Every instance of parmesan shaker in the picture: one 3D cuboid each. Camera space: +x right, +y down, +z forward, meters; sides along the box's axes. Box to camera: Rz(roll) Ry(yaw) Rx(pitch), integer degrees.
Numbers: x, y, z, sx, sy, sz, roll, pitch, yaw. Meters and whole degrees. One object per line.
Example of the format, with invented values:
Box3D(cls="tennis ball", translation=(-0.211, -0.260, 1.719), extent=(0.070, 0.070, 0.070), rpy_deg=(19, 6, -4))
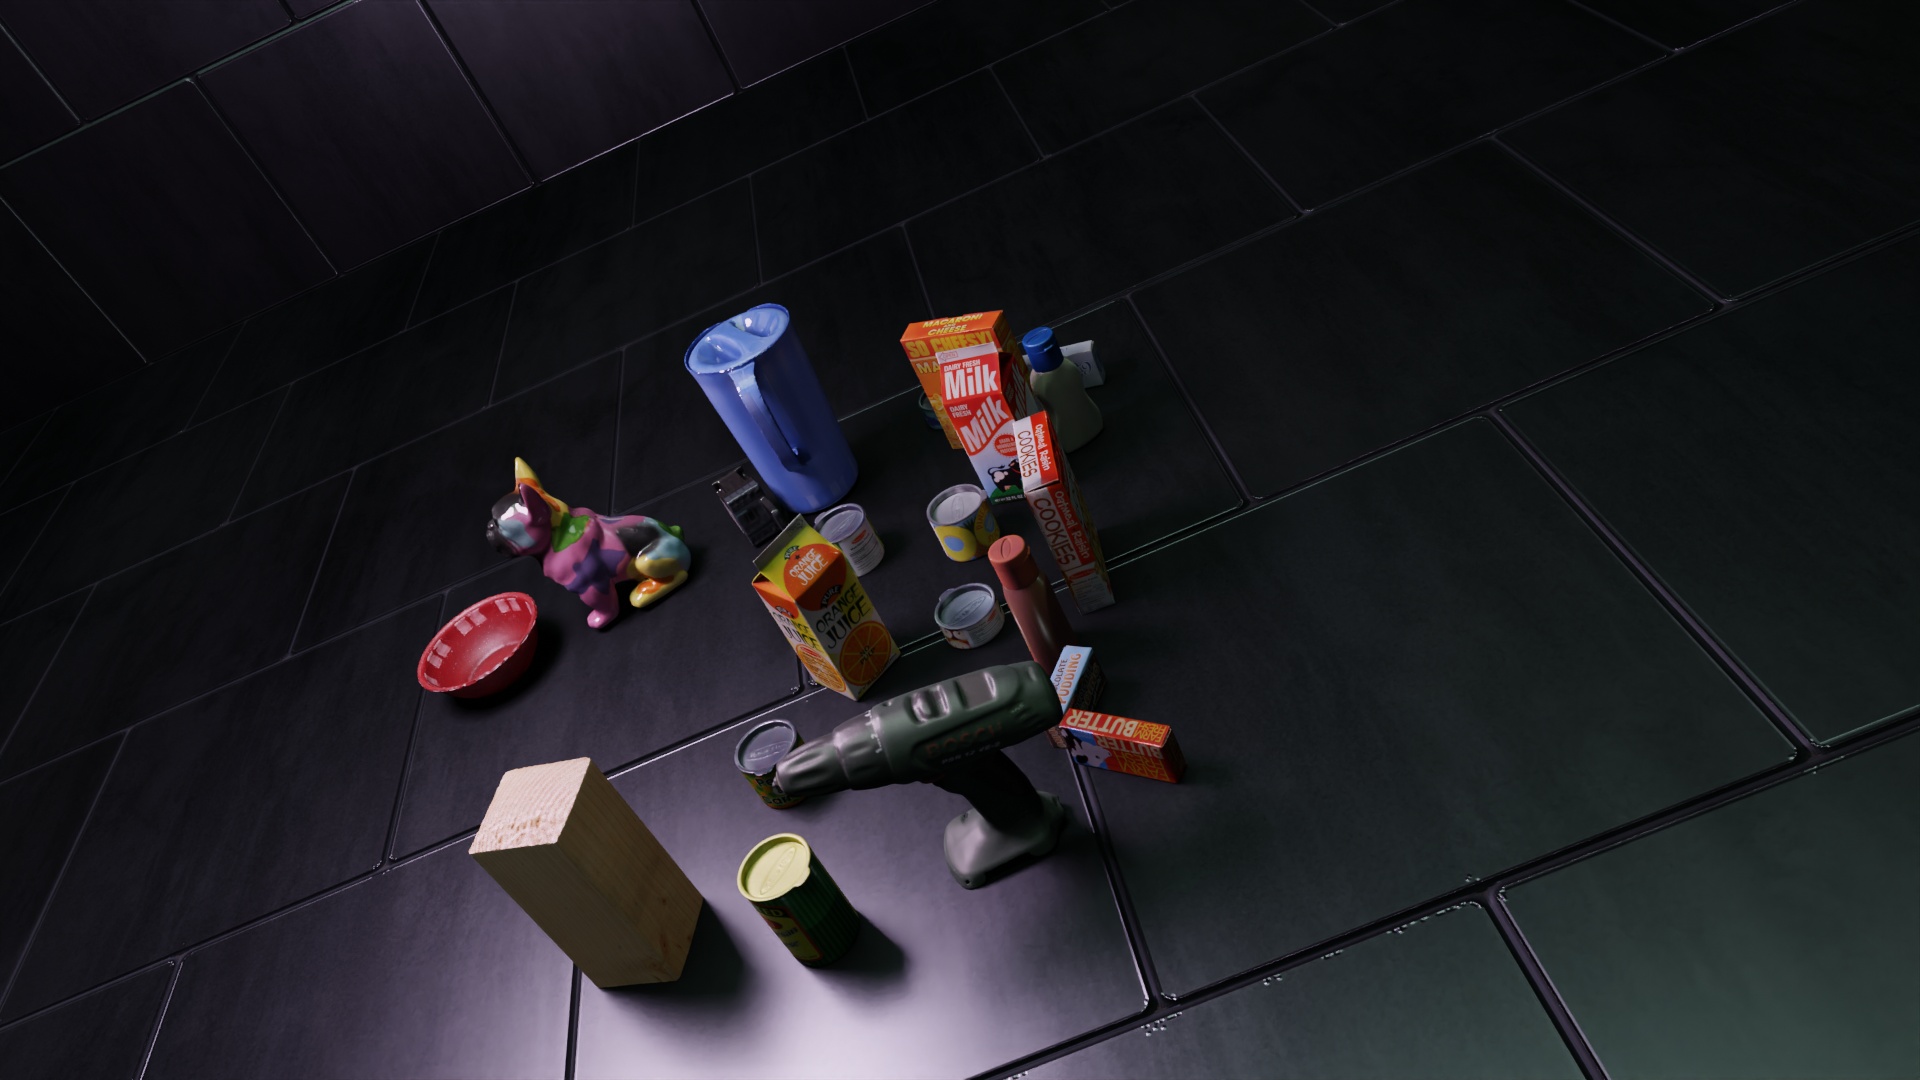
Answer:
Box3D(cls="parmesan shaker", translation=(-0.133, 0.305, 1.168), extent=(0.071, 0.102, 0.072), rpy_deg=(-17, 37, 13))

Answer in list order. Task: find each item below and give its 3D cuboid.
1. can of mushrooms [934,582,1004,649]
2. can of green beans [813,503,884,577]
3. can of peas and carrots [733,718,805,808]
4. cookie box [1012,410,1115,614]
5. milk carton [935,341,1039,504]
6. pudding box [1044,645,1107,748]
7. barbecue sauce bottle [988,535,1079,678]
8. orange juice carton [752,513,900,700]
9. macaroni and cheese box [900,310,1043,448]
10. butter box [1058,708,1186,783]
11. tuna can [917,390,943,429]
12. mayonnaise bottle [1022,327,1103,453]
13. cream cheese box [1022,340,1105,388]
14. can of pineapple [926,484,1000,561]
Box3D(cls="can of mushrooms", translation=(0.009, 0.076, 1.422), extent=(0.071, 0.033, 0.071), rpy_deg=(-17, 37, 13))
Box3D(cls="can of green beans", translation=(-0.127, 0.001, 1.578), extent=(0.071, 0.057, 0.071), rpy_deg=(-17, 37, 13))
Box3D(cls="can of peas and carrots", translation=(-0.176, 0.217, 1.340), extent=(0.071, 0.058, 0.071), rpy_deg=(-17, 37, 13))
Box3D(cls="cookie box", translation=(0.103, -0.028, 1.380), extent=(0.040, 0.166, 0.123), rpy_deg=(-20, 36, 10))
Box3D(cls="milk carton", translation=(0.039, -0.137, 1.533), extent=(0.072, 0.189, 0.074), rpy_deg=(-9, 40, 23))
Box3D(cls="pudding box", translation=(0.102, 0.142, 1.270), extent=(0.030, 0.049, 0.084), rpy_deg=(0, 44, 32))
Box3D(cls="barbecue sauce bottle", translation=(0.069, 0.060, 1.308), extent=(0.043, 0.148, 0.065), rpy_deg=(-15, 37, 16))
Box3D(cls="orange juice carton", translation=(-0.142, 0.066, 1.393), extent=(0.073, 0.192, 0.072), rpy_deg=(17, 54, 44))
Box3D(cls="macaroni and cheese box", translation=(0.019, -0.186, 1.627), extent=(0.123, 0.165, 0.040), rpy_deg=(-4, 42, 29))
Box3D(cls="butter box", translation=(0.140, 0.177, 1.200), extent=(0.103, 0.053, 0.024), rpy_deg=(5, 47, 36))
Box3D(cls="tuna can", translation=(-0.016, -0.171, 1.743), extent=(0.071, 0.032, 0.071), rpy_deg=(-17, 37, 13))
Box3D(cls="mayonnaise bottle", translation=(0.111, -0.172, 1.568), extent=(0.065, 0.147, 0.041), rpy_deg=(-36, 37, -12))
Box3D(cls="cream cheese box", translation=(0.119, -0.206, 1.685), extent=(0.103, 0.053, 0.024), rpy_deg=(-10, 39, 21))
Box3D(cls="can of pineapple", translation=(0.005, -0.019, 1.521), extent=(0.071, 0.057, 0.071), rpy_deg=(-17, 37, 13))
